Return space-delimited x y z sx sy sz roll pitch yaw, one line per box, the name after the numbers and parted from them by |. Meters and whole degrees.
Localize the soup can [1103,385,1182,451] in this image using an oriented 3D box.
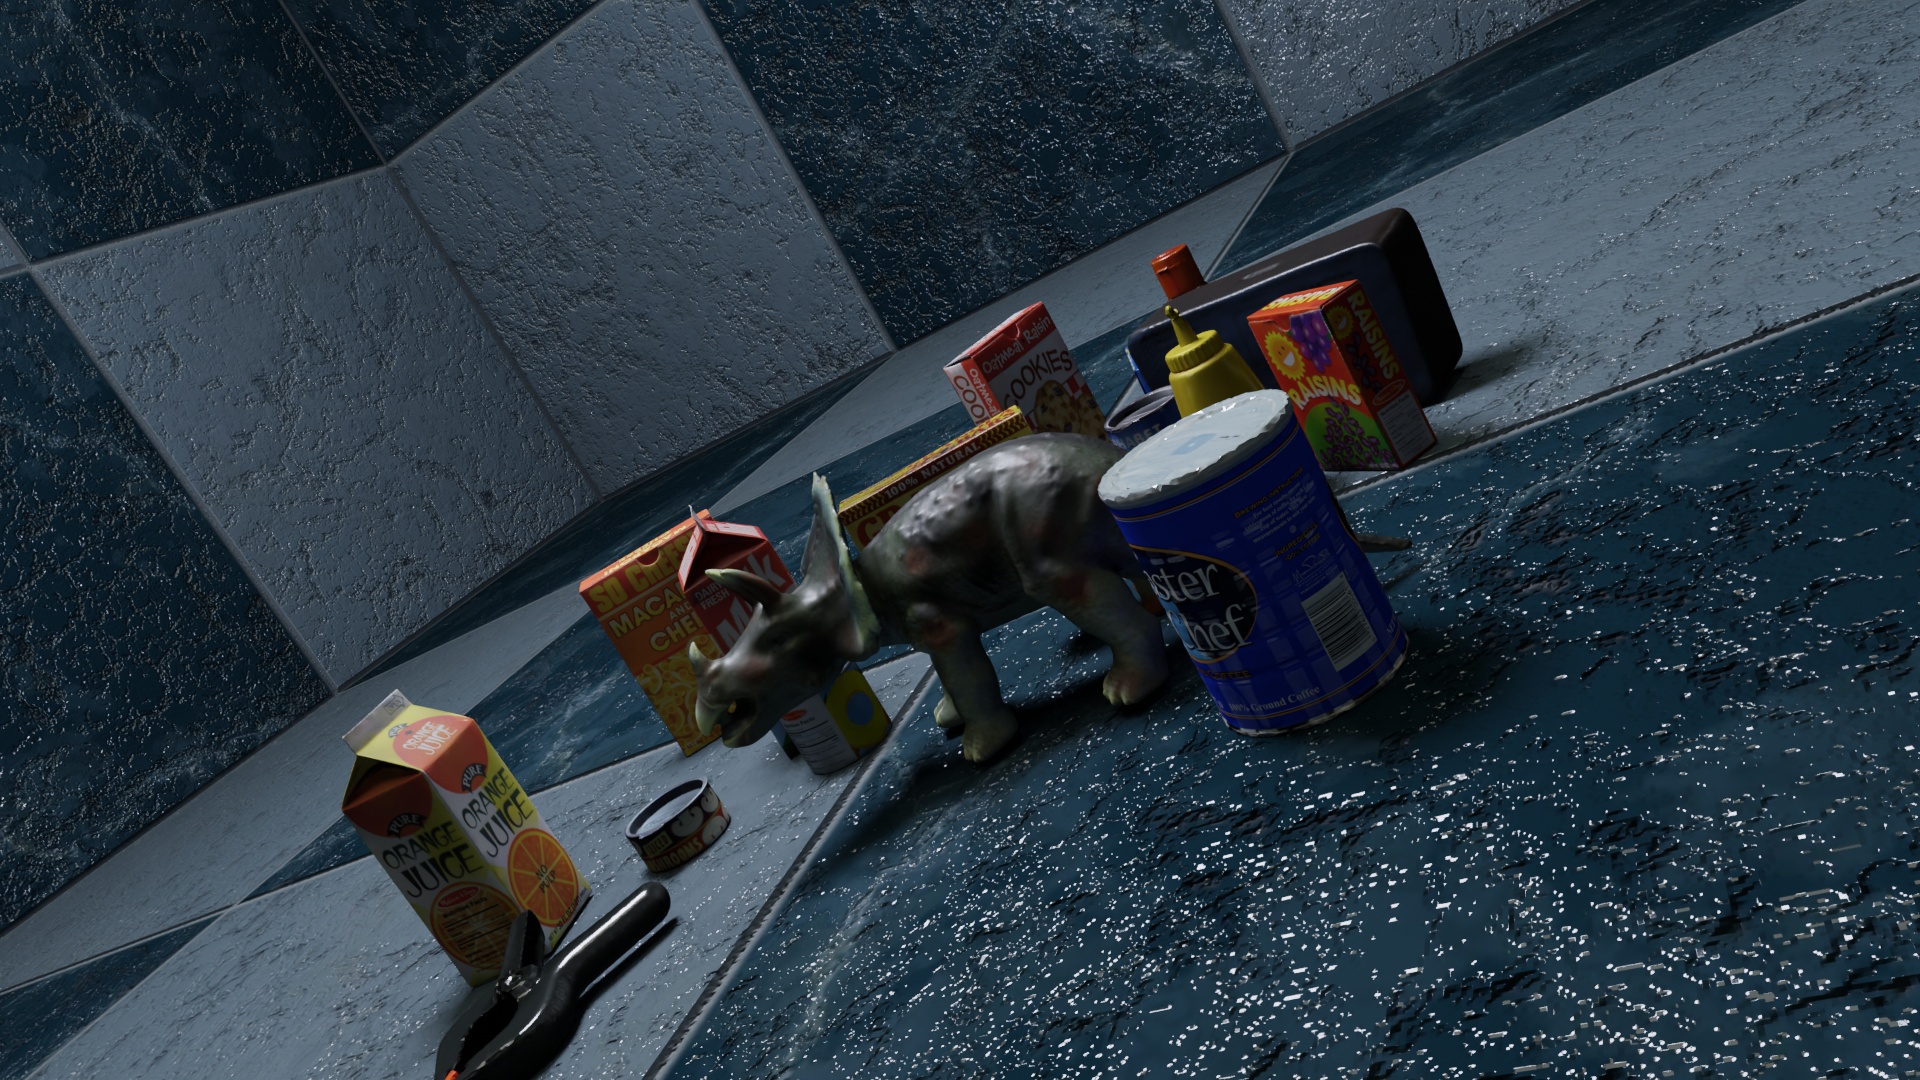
0.157 -0.066 1.068 0.071 0.083 0.071 -28 13 7 | soup can

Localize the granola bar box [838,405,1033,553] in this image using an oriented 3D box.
0.004 -0.014 1.110 0.165 0.124 0.039 -29 13 5 | granola bar box

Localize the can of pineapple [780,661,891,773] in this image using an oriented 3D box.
-0.089 0.119 0.963 0.071 0.057 0.071 -28 13 7 | can of pineapple

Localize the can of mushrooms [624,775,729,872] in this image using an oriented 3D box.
-0.195 0.196 0.956 0.071 0.033 0.071 -28 13 7 | can of mushrooms

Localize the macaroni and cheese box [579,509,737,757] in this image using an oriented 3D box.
-0.219 0.076 1.158 0.124 0.166 0.040 -32 13 -8 | macaroni and cheese box

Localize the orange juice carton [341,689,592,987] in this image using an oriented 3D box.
-0.337 0.192 0.926 0.073 0.192 0.072 -26 14 17 | orange juice carton

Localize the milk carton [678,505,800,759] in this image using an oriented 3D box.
-0.148 0.058 1.026 0.073 0.190 0.072 -32 13 -8 | milk carton

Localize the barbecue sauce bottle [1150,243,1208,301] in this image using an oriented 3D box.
0.222 -0.196 1.265 0.064 0.148 0.044 -14 20 50 | barbecue sauce bottle

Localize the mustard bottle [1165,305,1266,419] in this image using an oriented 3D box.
0.180 -0.092 0.948 0.065 0.160 0.049 -29 13 3 | mustard bottle

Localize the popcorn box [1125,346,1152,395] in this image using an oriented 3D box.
0.187 -0.136 1.257 0.038 0.085 0.127 -28 13 11 | popcorn box

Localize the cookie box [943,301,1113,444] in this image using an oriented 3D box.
0.070 -0.114 1.244 0.040 0.167 0.123 -17 18 44 | cookie box

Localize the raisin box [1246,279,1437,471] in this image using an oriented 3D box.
0.254 -0.108 0.930 0.040 0.123 0.086 -34 14 -16 | raisin box
